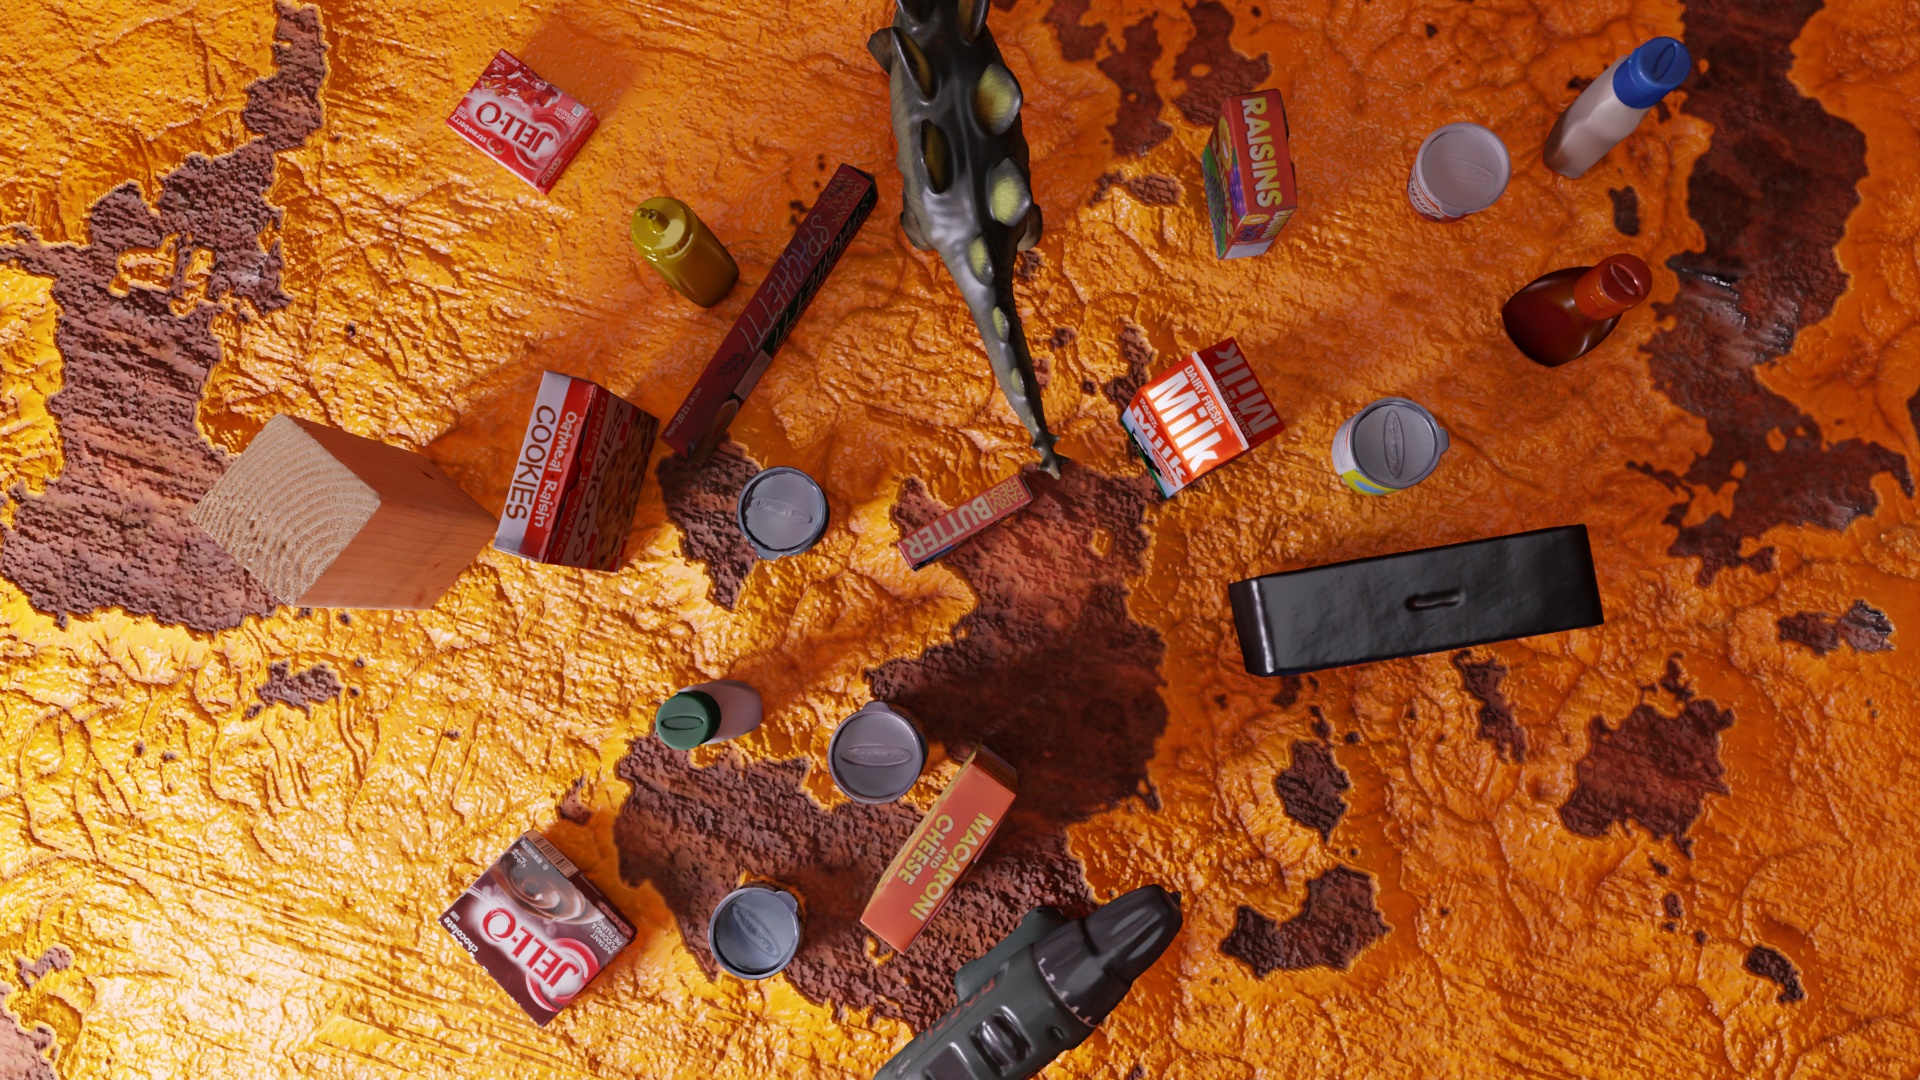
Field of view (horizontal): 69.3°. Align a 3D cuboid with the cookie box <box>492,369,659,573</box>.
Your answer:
[{"bbox_3d":[-0.263,-0.043,0.974,0.040,0.167,0.123,15,87,3],"label":"cookie box"}]

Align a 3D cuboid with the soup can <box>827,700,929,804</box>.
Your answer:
[{"bbox_3d":[-0.057,0.148,0.995,0.071,0.083,0.071,0,86,2],"label":"soup can"}]

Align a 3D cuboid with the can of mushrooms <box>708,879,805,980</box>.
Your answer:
[{"bbox_3d":[-0.146,0.282,1.013,0.071,0.033,0.071,0,86,2],"label":"can of mushrooms"}]

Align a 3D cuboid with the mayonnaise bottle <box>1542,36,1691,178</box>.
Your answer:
[{"bbox_3d":[0.463,-0.308,0.981,0.041,0.148,0.065,28,88,3],"label":"mayonnaise bottle"}]

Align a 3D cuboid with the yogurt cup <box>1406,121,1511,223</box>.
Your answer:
[{"bbox_3d":[0.365,-0.268,1.028,0.072,0.054,0.072,0,86,2],"label":"yogurt cup"}]

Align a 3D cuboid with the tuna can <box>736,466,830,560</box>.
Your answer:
[{"bbox_3d":[-0.132,-0.019,1.035,0.071,0.033,0.071,0,86,2],"label":"tuna can"}]

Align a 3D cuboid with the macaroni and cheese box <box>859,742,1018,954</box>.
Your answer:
[{"bbox_3d":[-0.010,0.204,0.948,0.040,0.166,0.124,36,88,4],"label":"macaroni and cheese box"}]

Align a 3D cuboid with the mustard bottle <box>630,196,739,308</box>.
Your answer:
[{"bbox_3d":[-0.201,-0.210,0.988,0.065,0.160,0.049,41,89,4],"label":"mustard bottle"}]

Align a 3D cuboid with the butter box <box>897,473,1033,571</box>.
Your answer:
[{"bbox_3d":[0.004,-0.013,1.021,0.103,0.053,0.024,-30,86,0],"label":"butter box"}]

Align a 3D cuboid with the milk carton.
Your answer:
[{"bbox_3d":[0.165,-0.083,0.952,0.073,0.190,0.072,-29,86,0],"label":"milk carton"}]

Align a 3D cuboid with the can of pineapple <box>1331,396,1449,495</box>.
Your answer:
[{"bbox_3d":[0.311,-0.067,1.013,0.071,0.058,0.071,0,86,2],"label":"can of pineapple"}]

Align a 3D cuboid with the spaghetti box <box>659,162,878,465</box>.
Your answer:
[{"bbox_3d":[-0.140,-0.169,1.038,0.029,0.050,0.250,33,87,4],"label":"spaghetti box"}]

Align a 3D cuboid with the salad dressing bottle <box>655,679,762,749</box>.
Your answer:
[{"bbox_3d":[-0.177,0.121,0.969,0.064,0.147,0.044,-2,86,2],"label":"salad dressing bottle"}]

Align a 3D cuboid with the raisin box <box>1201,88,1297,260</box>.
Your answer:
[{"bbox_3d":[0.207,-0.259,0.998,0.040,0.123,0.086,-8,86,1],"label":"raisin box"}]

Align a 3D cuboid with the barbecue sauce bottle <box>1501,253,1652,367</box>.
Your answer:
[{"bbox_3d":[0.432,-0.163,0.971,0.043,0.148,0.065,-39,86,-1],"label":"barbecue sauce bottle"}]
